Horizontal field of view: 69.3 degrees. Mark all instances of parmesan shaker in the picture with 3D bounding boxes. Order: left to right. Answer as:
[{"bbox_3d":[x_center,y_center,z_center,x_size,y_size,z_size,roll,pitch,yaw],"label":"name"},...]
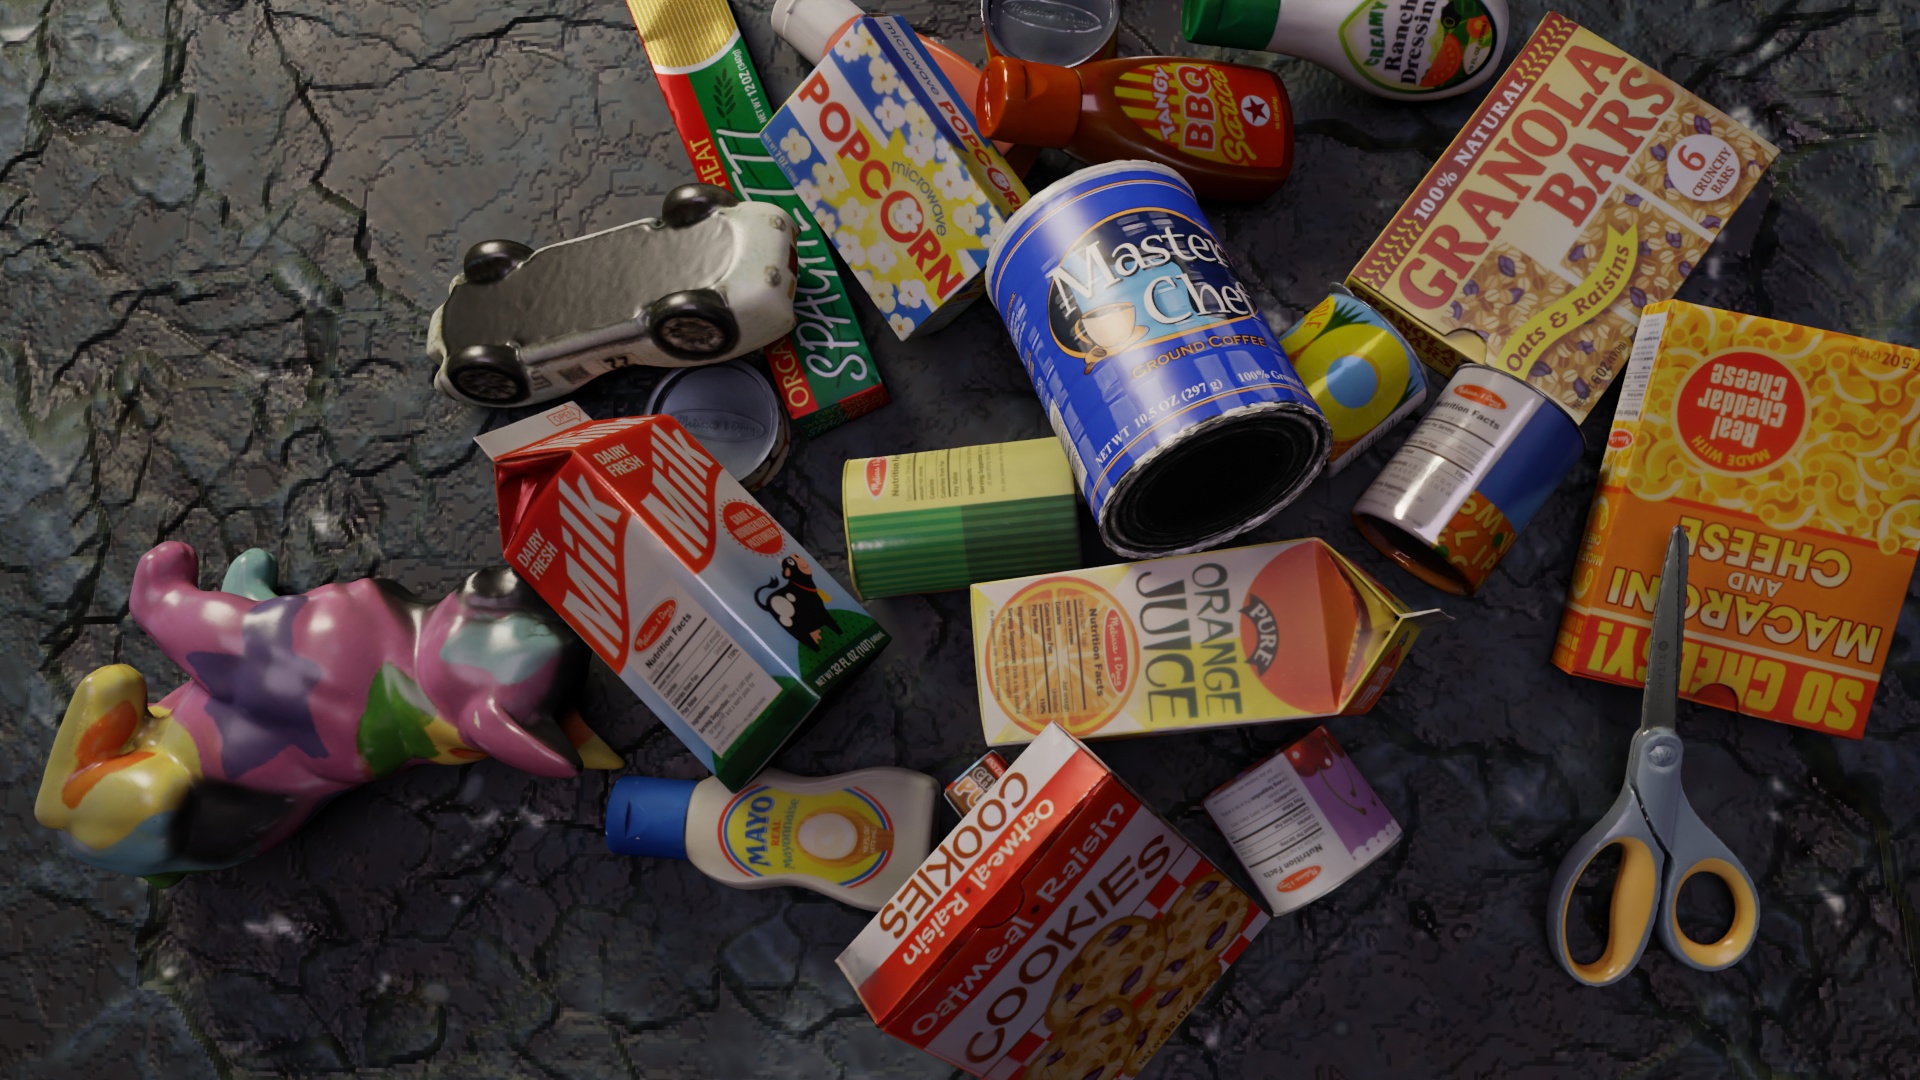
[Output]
[{"bbox_3d":[0.002,-0.008,0.638,0.103,0.071,0.071,-6,80,4],"label":"parmesan shaker"}]

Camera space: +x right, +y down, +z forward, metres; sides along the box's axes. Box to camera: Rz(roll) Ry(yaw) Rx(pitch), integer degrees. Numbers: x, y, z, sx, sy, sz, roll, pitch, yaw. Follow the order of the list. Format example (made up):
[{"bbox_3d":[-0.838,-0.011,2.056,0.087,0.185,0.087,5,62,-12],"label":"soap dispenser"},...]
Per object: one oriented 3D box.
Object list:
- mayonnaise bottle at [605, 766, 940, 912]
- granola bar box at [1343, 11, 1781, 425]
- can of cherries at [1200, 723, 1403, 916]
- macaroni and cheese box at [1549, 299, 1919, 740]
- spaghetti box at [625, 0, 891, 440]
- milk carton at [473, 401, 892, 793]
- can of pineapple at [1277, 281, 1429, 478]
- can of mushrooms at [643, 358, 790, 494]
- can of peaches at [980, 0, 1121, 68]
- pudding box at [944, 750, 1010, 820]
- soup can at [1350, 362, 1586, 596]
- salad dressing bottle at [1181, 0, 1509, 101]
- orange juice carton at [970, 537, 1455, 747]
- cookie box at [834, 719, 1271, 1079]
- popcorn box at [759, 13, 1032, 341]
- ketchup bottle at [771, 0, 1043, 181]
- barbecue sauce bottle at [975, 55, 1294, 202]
[{"bbox_3d":[-0.085,0.132,0.635,0.148,0.041,0.065,4,83,5],"label":"mayonnaise bottle"},{"bbox_3d":[0.278,-0.148,0.653,0.124,0.039,0.165,37,85,10],"label":"granola bar box"},{"bbox_3d":[0.148,0.120,0.606,0.071,0.071,0.058,-34,77,-1],"label":"can of cherries"},{"bbox_3d":[0.342,-0.009,0.602,0.124,0.040,0.166,13,96,7],"label":"macaroni and cheese box"},{"bbox_3d":[-0.102,-0.173,0.697,0.050,0.028,0.250,-23,79,2],"label":"spaghetti box"},{"bbox_3d":[-0.131,0.011,0.624,0.190,0.072,0.073,44,119,4],"label":"milk carton"},{"bbox_3d":[0.168,-0.072,0.636,0.058,0.071,0.071,-39,79,-2],"label":"can of pineapple"},{"bbox_3d":[-0.118,-0.052,0.675,0.071,0.033,0.071,-1,80,4],"label":"can of mushrooms"},{"bbox_3d":[0.044,-0.245,0.682,0.071,0.058,0.071,-1,81,5],"label":"can of peaches"},{"bbox_3d":[0.020,0.120,0.606,0.030,0.083,0.050,-41,79,-5],"label":"pudding box"},{"bbox_3d":[0.228,-0.025,0.624,0.071,0.071,0.084,38,86,10],"label":"soup can"},{"bbox_3d":[0.181,-0.246,0.660,0.148,0.044,0.064,4,121,-7],"label":"salad dressing bottle"},{"bbox_3d":[0.108,0.044,0.591,0.192,0.072,0.073,-9,79,22],"label":"orange juice carton"},{"bbox_3d":[0.045,0.161,0.559,0.123,0.167,0.040,-48,44,-4],"label":"cookie box"},{"bbox_3d":[-0.027,-0.170,0.655,0.085,0.038,0.126,-37,87,37],"label":"popcorn box"},{"bbox_3d":[-0.031,-0.224,0.691,0.149,0.043,0.064,43,103,11],"label":"ketchup bottle"},{"bbox_3d":[0.082,-0.196,0.648,0.149,0.043,0.065,1,77,-21],"label":"barbecue sauce bottle"}]
